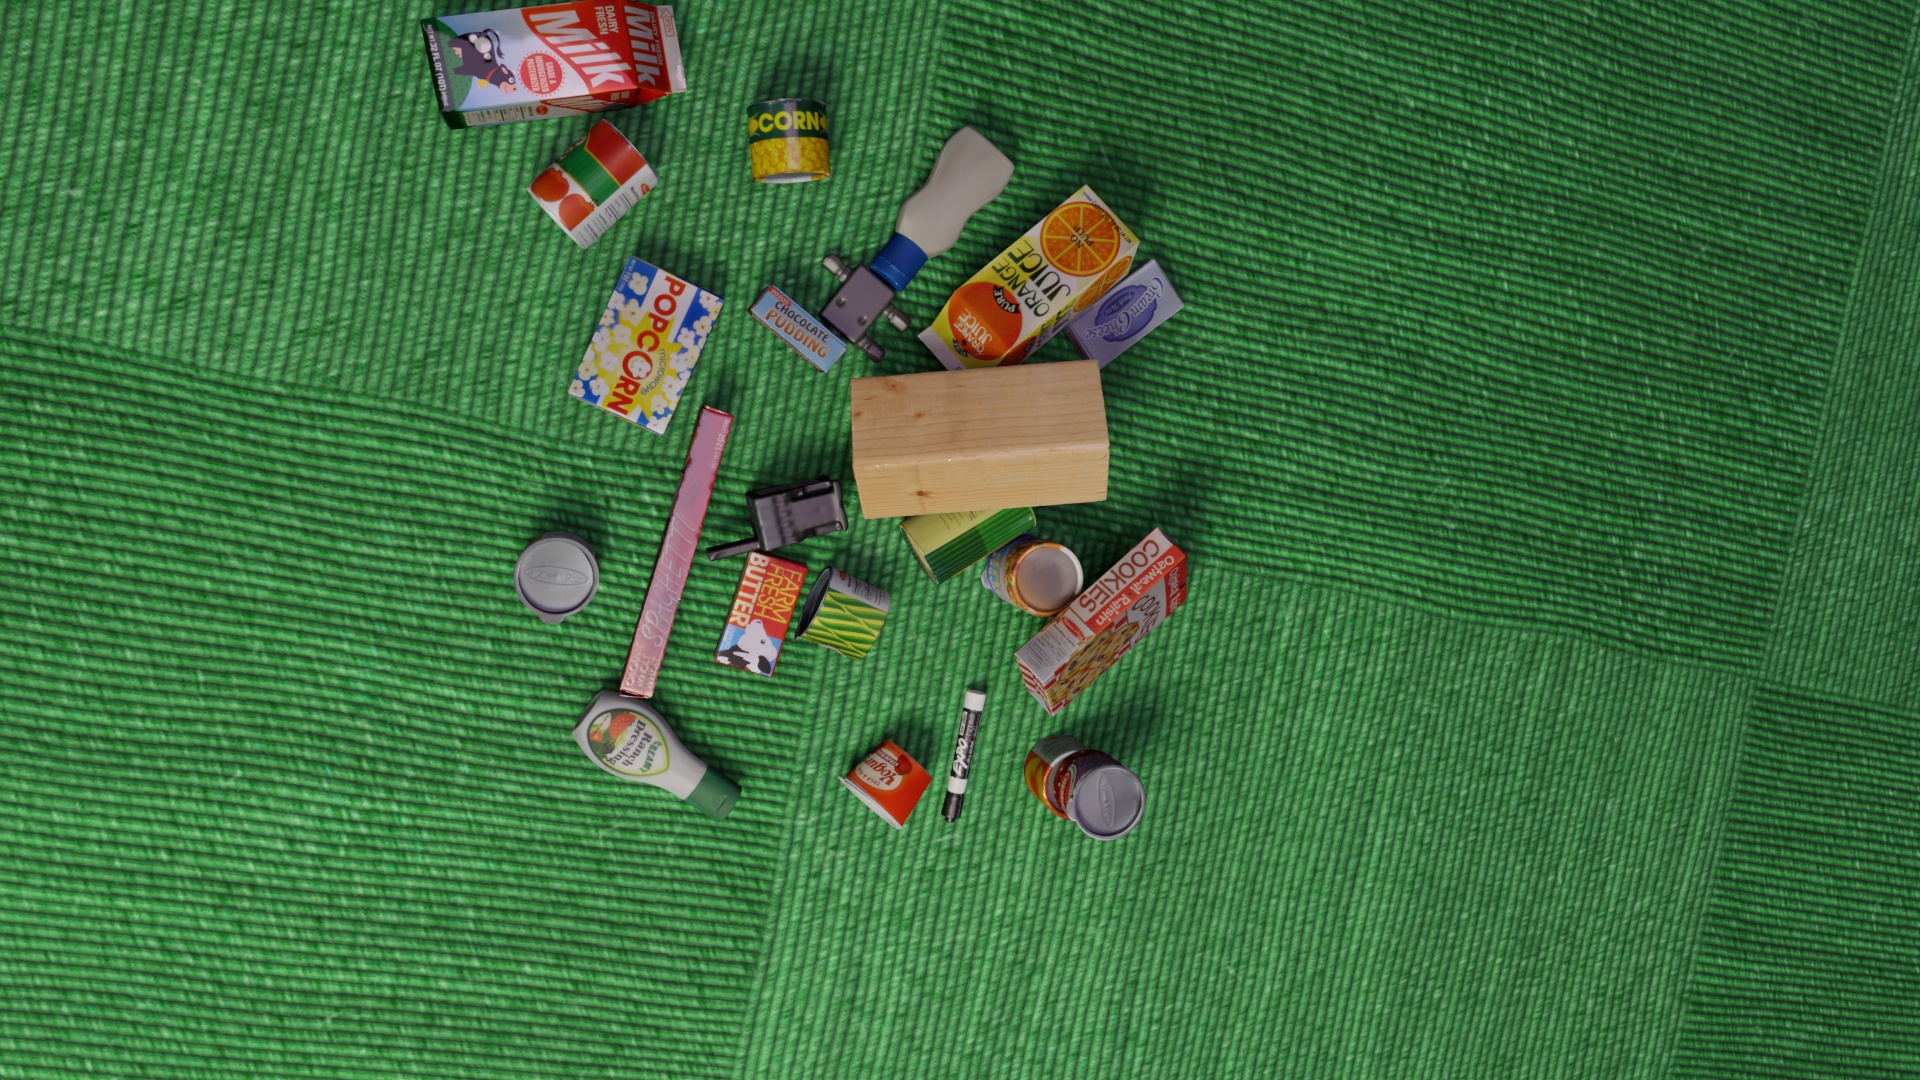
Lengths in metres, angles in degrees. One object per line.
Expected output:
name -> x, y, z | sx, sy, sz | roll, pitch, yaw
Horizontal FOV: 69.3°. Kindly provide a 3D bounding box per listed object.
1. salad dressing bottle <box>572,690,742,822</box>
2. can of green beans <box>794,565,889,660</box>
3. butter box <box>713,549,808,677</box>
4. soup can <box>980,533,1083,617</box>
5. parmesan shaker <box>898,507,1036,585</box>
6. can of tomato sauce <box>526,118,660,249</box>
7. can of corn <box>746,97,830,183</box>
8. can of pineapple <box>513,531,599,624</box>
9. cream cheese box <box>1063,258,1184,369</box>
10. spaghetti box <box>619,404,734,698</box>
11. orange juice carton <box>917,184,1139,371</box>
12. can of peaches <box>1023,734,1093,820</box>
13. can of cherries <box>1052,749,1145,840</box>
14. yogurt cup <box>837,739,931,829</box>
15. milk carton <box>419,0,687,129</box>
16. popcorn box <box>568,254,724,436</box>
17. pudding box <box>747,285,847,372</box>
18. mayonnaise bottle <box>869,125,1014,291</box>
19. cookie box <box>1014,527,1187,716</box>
salad dressing bottle -> -0.255, 0.185, 1.177 | 0.147, 0.044, 0.064 | 37, 87, -14
can of green beans -> -0.101, 0.063, 1.195 | 0.058, 0.071, 0.071 | 26, 88, -16
butter box -> -0.173, 0.062, 1.198 | 0.053, 0.024, 0.103 | 19, 90, -14
soup can -> 0.062, 0.031, 1.225 | 0.071, 0.084, 0.071 | -1, 96, -14
parmesan shaker -> 0.004, -0.015, 1.218 | 0.103, 0.071, 0.071 | -32, 102, -9
can of tomato sauce -> -0.297, -0.287, 1.117 | 0.083, 0.071, 0.071 | -45, 103, -6
can of corn -> -0.142, -0.330, 1.150 | 0.071, 0.071, 0.058 | -6, 97, -14
can of pineapple -> -0.331, 0.029, 1.137 | 0.071, 0.058, 0.071 | -1, 95, -14
cream cheese box -> 0.147, -0.205, 1.258 | 0.104, 0.024, 0.053 | -37, 103, -9
spaghetti box -> -0.239, 0.009, 1.164 | 0.029, 0.050, 0.250 | 16, 91, -14
orange juice carton -> 0.057, -0.211, 1.200 | 0.193, 0.073, 0.072 | -40, 82, -8
can of peaches -> 0.098, 0.217, 1.263 | 0.071, 0.058, 0.071 | -1, 95, -14
can of cherries -> 0.117, 0.220, 1.206 | 0.071, 0.058, 0.071 | -2, 96, -14
yogurt cup -> -0.062, 0.212, 1.219 | 0.072, 0.072, 0.054 | 45, 76, -14
milk carton -> -0.318, -0.379, 1.100 | 0.191, 0.073, 0.072 | -11, 97, -14
popcorn box -> -0.260, -0.161, 1.150 | 0.085, 0.038, 0.126 | 25, 88, -15
pudding box -> -0.138, -0.179, 1.174 | 0.083, 0.049, 0.030 | 39, 86, -14
mayonnaise bottle -> -0.020, -0.283, 1.201 | 0.064, 0.041, 0.148 | 39, 86, -13
cookie box -> 0.128, 0.075, 1.226 | 0.168, 0.122, 0.040 | -40, 69, -8
